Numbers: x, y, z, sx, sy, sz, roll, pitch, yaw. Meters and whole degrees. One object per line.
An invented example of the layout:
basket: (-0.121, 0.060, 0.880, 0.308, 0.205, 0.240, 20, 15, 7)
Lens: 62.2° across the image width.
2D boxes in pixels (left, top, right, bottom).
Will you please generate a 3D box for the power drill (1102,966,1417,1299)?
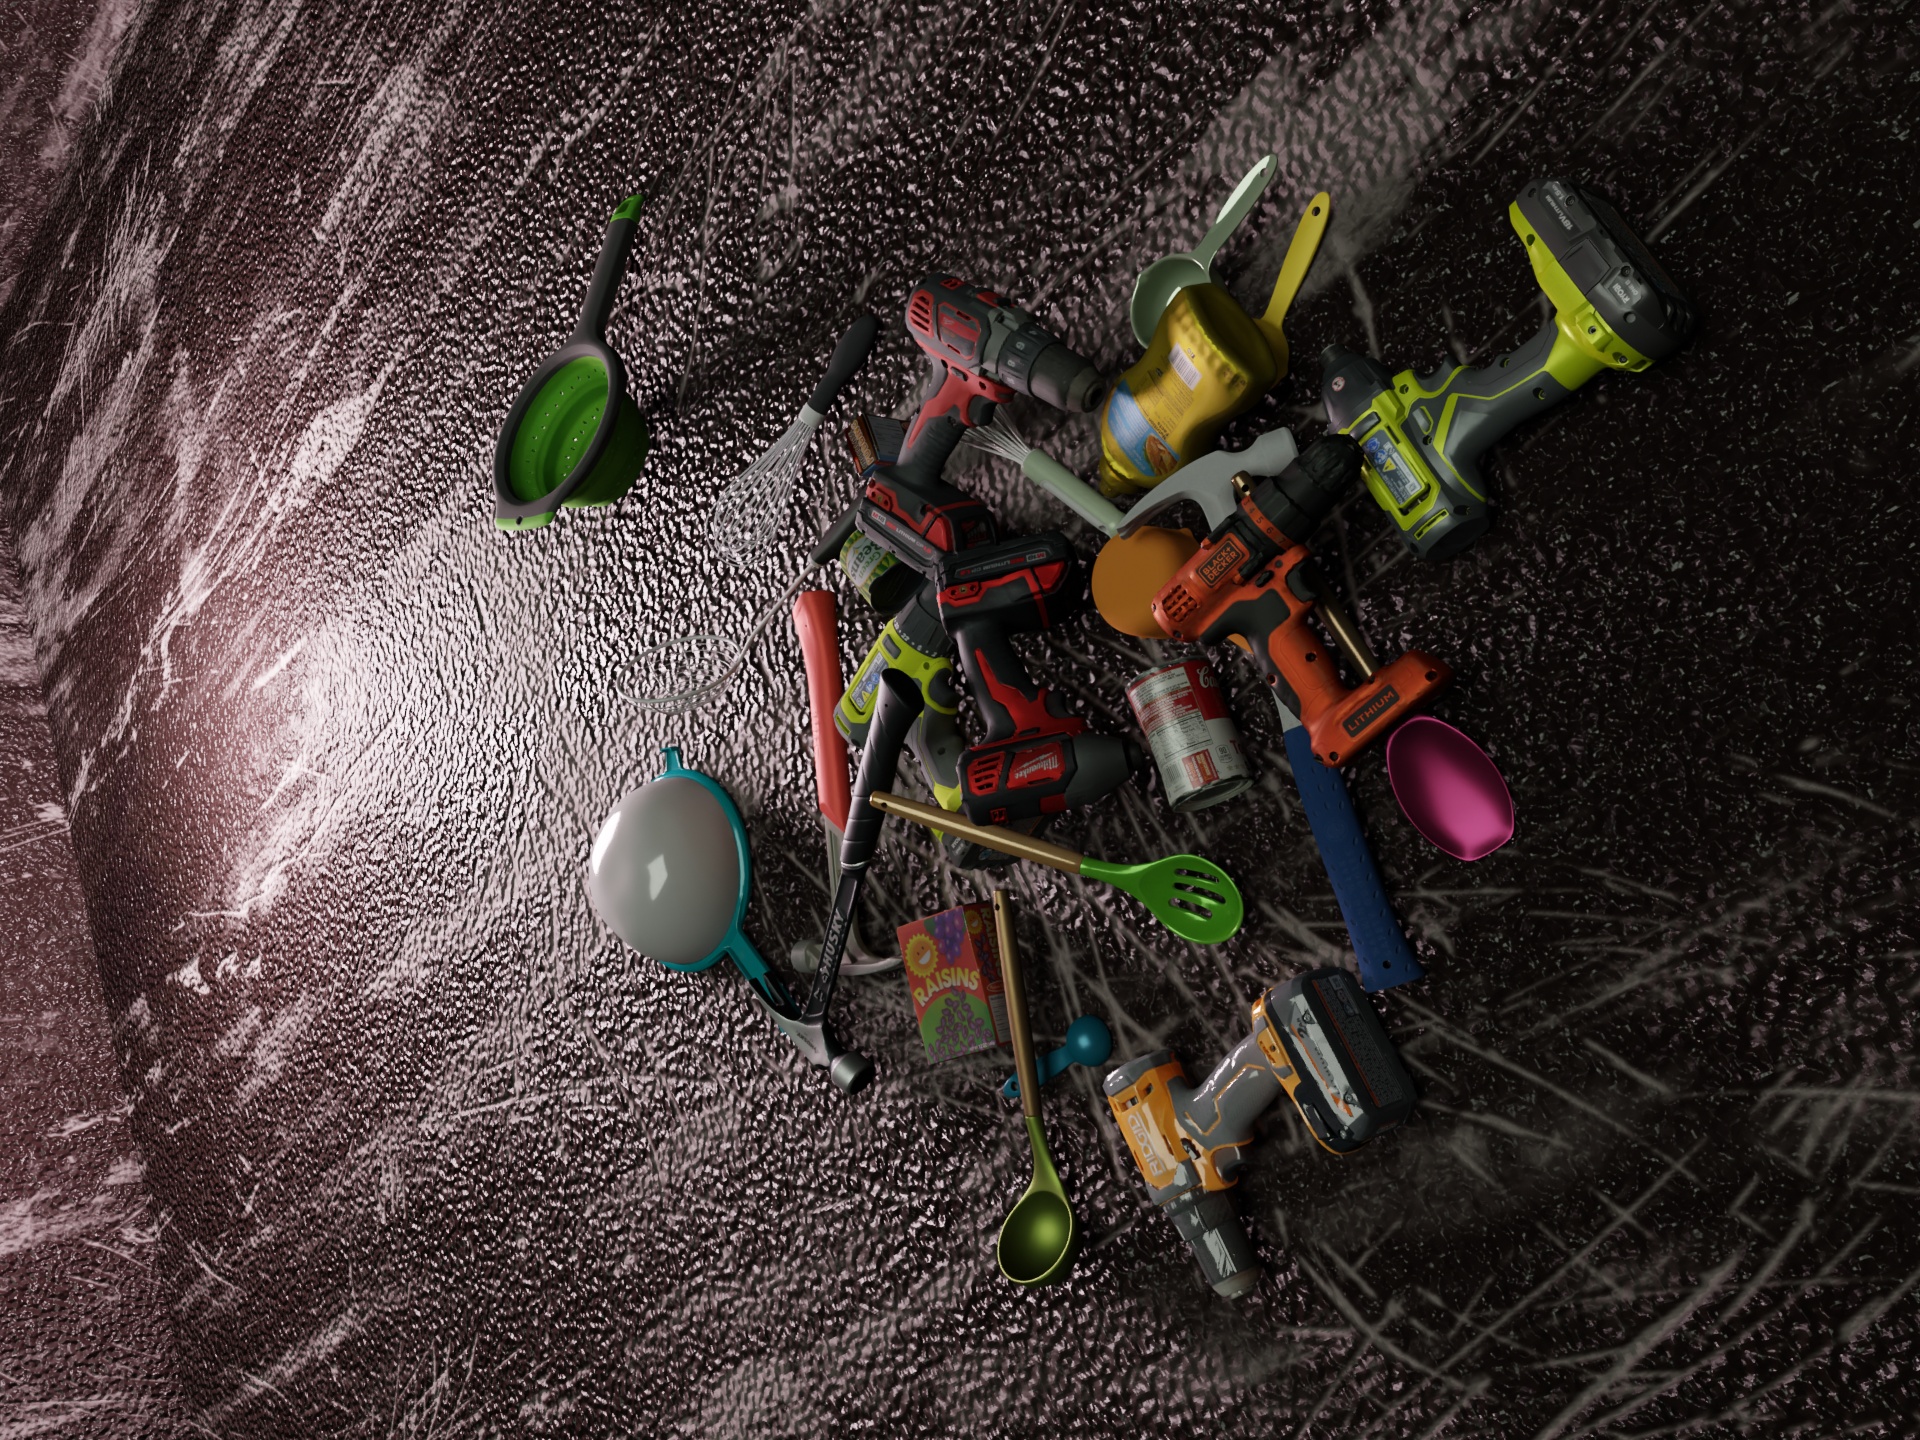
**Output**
power drill: (0.217, 0.300, 1.150, 0.226, 0.084, 0.185, -42, 63, 38)

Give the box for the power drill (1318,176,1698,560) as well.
power drill: (0.345, -0.238, 1.049, 0.223, 0.080, 0.171, -44, 62, 36)

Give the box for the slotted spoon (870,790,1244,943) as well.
slotted spoon: (0.072, 0.104, 1.248, 0.314, 0.031, 0.070, 16, 112, 17)

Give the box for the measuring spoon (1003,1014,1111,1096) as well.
measuring spoon: (0.073, 0.284, 1.316, 0.128, 0.021, 0.042, -40, 64, 35)

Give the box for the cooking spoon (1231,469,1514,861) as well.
cooking spoon: (0.280, -0.045, 1.110, 0.068, 0.017, 0.319, -37, 75, 25)

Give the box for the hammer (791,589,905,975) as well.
hammer: (-0.112, 0.056, 1.480, 0.149, 0.036, 0.359, -10, 83, 41)

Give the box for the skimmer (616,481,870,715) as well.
skimmer: (-0.197, -0.131, 1.524, 0.363, 0.090, 0.127, -45, 18, 28)

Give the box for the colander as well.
colander: (-0.380, -0.372, 1.712, 0.204, 0.094, 0.397, 2, 73, 42)

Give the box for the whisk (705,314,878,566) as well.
whisk: (-0.157, -0.265, 1.520, 0.284, 0.070, 0.070, -53, 57, 22)

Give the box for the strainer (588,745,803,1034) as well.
strainer: (-0.278, 0.193, 1.587, 0.341, 0.095, 0.211, 46, 118, 34)

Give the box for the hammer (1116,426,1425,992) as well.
hammer: (0.236, -0.003, 1.145, 0.144, 0.035, 0.406, -20, 78, 12)

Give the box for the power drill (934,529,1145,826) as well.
power drill: (0.058, -0.031, 1.246, 0.143, 0.078, 0.220, -12, 65, 7)

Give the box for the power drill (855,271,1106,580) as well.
power drill: (0.015, -0.227, 1.287, 0.188, 0.080, 0.226, 36, 124, 29)

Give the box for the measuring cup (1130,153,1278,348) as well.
measuring cup: (0.196, -0.352, 1.212, 0.083, 0.038, 0.167, 51, 119, 30)

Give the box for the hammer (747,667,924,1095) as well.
hammer: (-0.098, 0.135, 1.391, 0.149, 0.036, 0.408, 34, 124, 30)

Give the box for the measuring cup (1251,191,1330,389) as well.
measuring cup: (0.232, -0.317, 1.180, 0.062, 0.029, 0.156, 37, 116, 36)

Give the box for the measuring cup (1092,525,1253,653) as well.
measuring cup: (0.171, -0.088, 1.215, 0.174, 0.052, 0.095, 38, 113, 38)

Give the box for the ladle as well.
ladle: (0.048, 0.299, 1.299, 0.078, 0.062, 0.320, -11, 86, 45)

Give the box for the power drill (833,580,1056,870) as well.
power drill: (-0.002, -0.004, 1.357, 0.229, 0.080, 0.190, 53, 122, 32)

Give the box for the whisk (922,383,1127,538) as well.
whisk: (0.054, -0.221, 1.331, 0.059, 0.057, 0.247, -44, 60, -6)
